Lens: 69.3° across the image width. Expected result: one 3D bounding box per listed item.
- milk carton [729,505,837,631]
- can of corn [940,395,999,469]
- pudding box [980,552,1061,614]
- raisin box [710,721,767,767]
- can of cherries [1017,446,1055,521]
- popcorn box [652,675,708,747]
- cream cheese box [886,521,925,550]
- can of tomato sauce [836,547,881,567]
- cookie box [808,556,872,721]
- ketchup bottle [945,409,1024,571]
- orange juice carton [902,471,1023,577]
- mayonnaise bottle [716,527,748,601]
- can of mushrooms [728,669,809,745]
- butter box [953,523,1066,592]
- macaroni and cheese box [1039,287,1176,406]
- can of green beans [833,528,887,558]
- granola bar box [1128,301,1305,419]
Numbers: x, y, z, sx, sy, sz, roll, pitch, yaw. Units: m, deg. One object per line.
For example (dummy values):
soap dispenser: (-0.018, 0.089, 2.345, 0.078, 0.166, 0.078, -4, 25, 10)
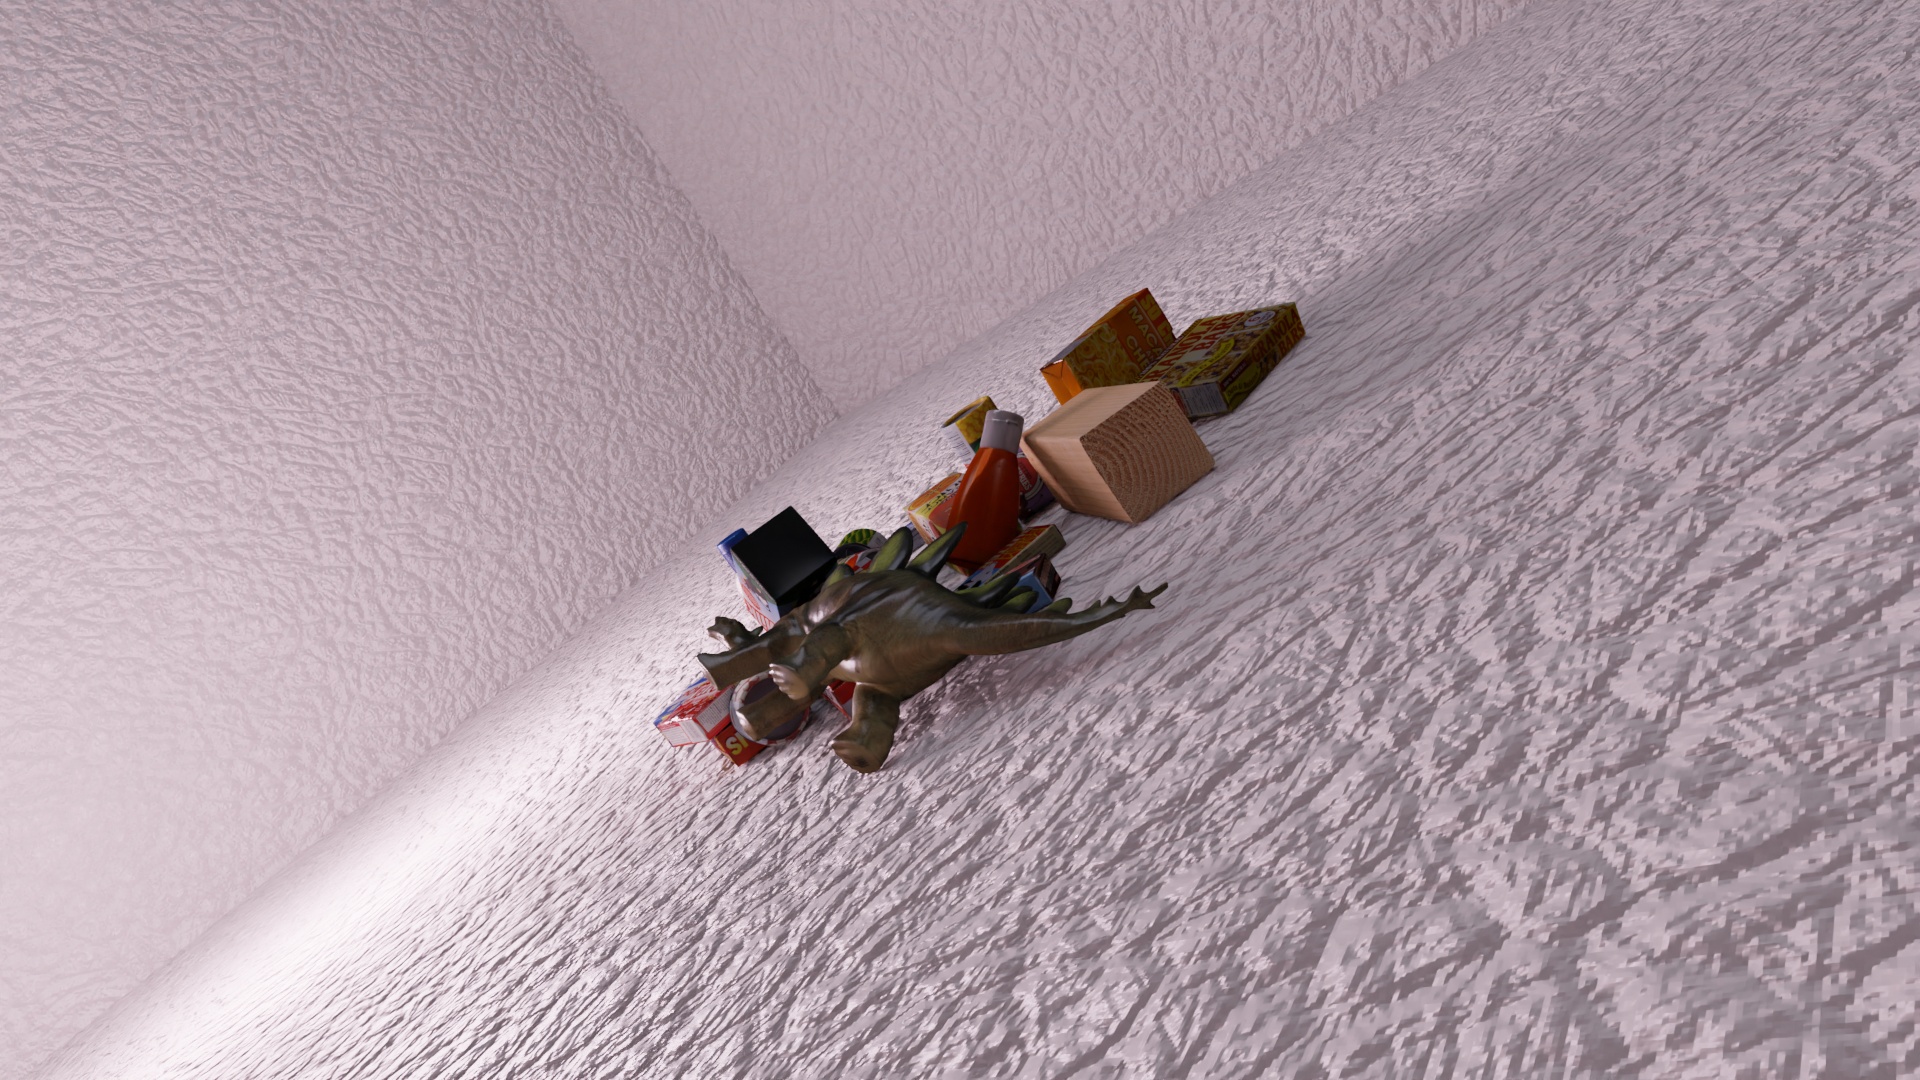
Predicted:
milk carton: (-0.165, 0.051, 1.356, 0.074, 0.072, 0.189, -37, -19, -18)
can of corn: (0.022, -0.117, 1.502, 0.071, 0.058, 0.071, -33, 12, 8)
pudding box: (0.039, 0.048, 1.141, 0.083, 0.030, 0.050, -31, 11, 20)
raisin box: (-0.197, 0.166, 1.309, 0.086, 0.040, 0.123, -38, 11, -16)
can of cherries: (0.067, -0.062, 1.422, 0.058, 0.071, 0.071, -35, 11, 1)
popcorn box: (-0.259, 0.168, 1.485, 0.126, 0.038, 0.085, -26, 15, 38)
cream cheese box: (-0.044, -0.016, 1.669, 0.104, 0.024, 0.053, -36, 12, -4)
can of tomato sauce: (-0.104, 0.044, 1.476, 0.071, 0.071, 0.083, -42, 13, -32)
cookie box: (-0.090, 0.083, 1.237, 0.123, 0.040, 0.167, -38, 27, -15)
ketchup bottle: (0.028, -0.046, 1.292, 0.043, 0.065, 0.149, -7, 69, 65)
orange juice carton: (0.005, -0.018, 1.406, 0.072, 0.073, 0.193, -36, 11, -7)
mayonnaise bottle: (-0.212, 0.055, 1.537, 0.041, 0.148, 0.065, -25, 15, 44)
can of mushrooms: (-0.168, 0.147, 1.233, 0.071, 0.071, 0.033, -39, 12, -21)
butter box: (0.043, 0.025, 1.241, 0.104, 0.024, 0.053, -40, 12, -22)
macaroni and cheese box: (0.170, -0.168, 1.425, 0.040, 0.123, 0.167, -18, 20, 50)
can of green beans: (-0.114, 0.025, 1.593, 0.071, 0.071, 0.058, -32, 11, 17)
granola bar box: (0.251, -0.175, 1.382, 0.124, 0.039, 0.166, -3, 31, 45)
